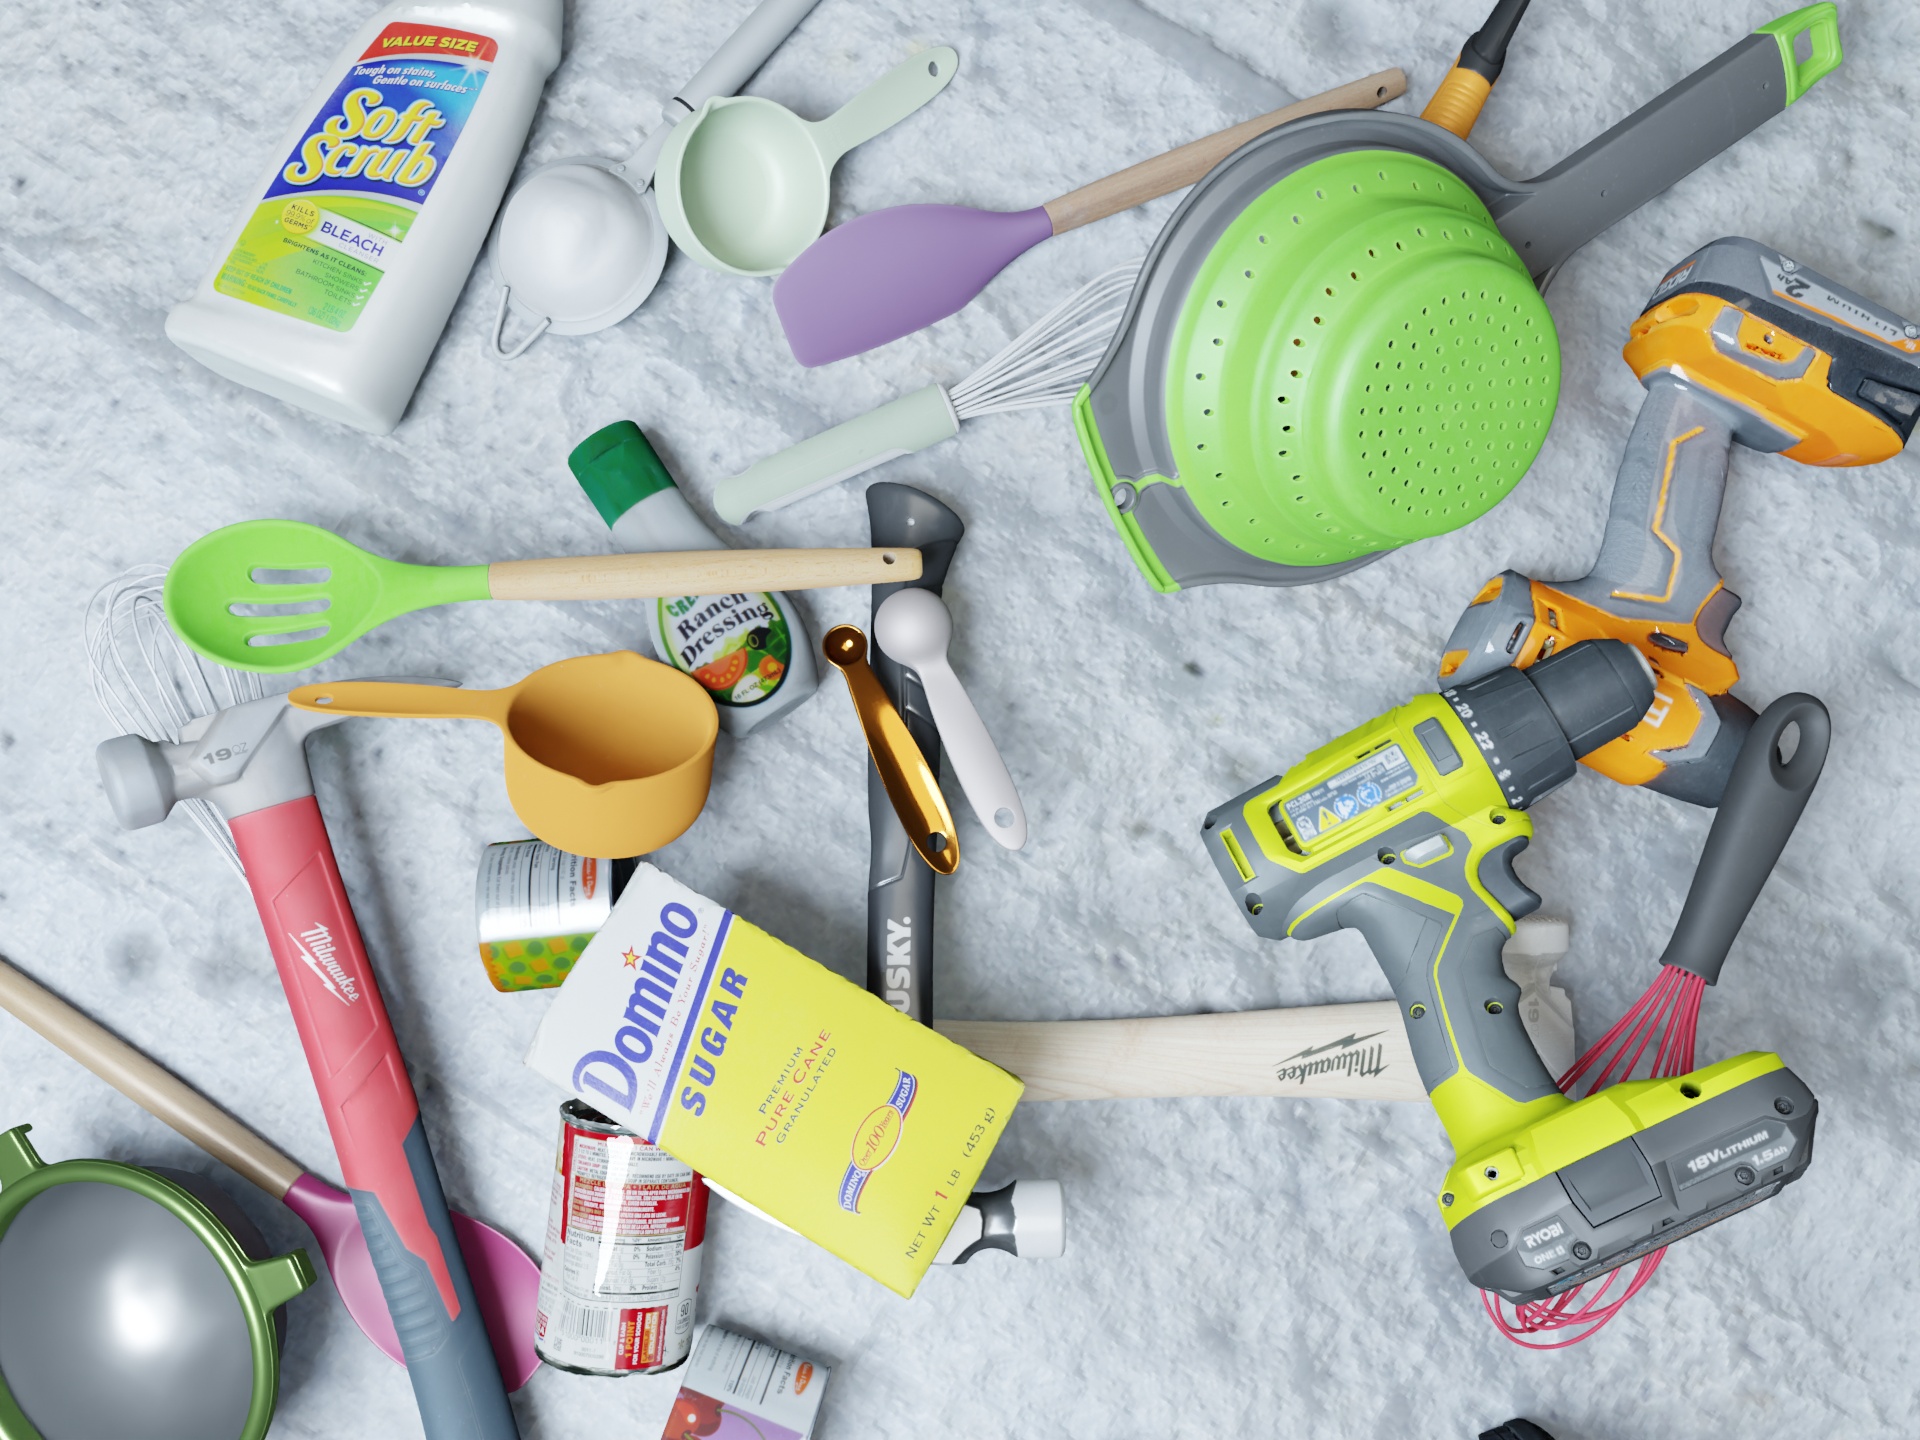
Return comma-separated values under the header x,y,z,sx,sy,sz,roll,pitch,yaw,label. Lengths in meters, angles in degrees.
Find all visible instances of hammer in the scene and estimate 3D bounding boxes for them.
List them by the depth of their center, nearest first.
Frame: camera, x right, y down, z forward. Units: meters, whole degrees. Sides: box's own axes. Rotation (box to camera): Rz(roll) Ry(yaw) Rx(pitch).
x,y,z,sx,sy,sz,roll,pitch,yaw,label
-0.228,0.174,0.671,0.143,0.038,0.386,-19,93,-31,hammer
-0.031,0.057,0.684,0.146,0.035,0.335,0,76,0,hammer
0.065,0.159,0.704,0.410,0.038,0.146,0,87,-1,hammer
0.221,-0.276,0.720,0.034,0.127,0.337,30,95,-1,hammer

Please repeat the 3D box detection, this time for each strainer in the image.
x,y,z,sx,sy,sz,roll,pitch,yaw,label
-0.349,0.296,0.675,0.151,0.069,0.256,19,101,11,strainer
-0.135,-0.272,0.731,0.087,0.050,0.258,38,82,9,strainer

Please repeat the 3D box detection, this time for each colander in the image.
x,y,z,sx,sy,sz,roll,pitch,yaw,label
0.240,-0.184,0.659,0.397,0.095,0.204,-34,122,-6,colander

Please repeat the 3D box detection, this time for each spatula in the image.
x,y,z,sx,sy,sz,roll,pitch,yaw,label
0.063,-0.243,0.737,0.316,0.018,0.059,-22,123,-5,spatula

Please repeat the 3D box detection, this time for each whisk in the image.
x,y,z,sx,sy,sz,roll,pitch,yaw,label
0.292,0.122,0.657,0.073,0.073,0.296,26,86,1,whisk
-0.304,0.064,0.695,0.070,0.070,0.284,-25,92,-3,whisk
0.002,-0.144,0.721,0.246,0.058,0.059,-23,94,2,whisk

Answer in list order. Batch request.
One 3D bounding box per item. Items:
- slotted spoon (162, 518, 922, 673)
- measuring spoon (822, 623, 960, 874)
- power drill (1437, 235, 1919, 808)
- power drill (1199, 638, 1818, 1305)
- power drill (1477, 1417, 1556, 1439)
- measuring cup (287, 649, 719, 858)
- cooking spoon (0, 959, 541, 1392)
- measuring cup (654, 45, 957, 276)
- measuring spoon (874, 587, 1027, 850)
x,y,z,sx,sy,sz,roll,pitch,yaw,label
-0.173,-0.058,0.676,0.313,0.031,0.070,-3,73,-2,slotted spoon
-0.029,0.012,0.674,0.021,0.011,0.117,-24,81,-10,measuring spoon
0.336,-0.077,0.707,0.164,0.084,0.226,28,90,1,power drill
0.224,0.088,0.623,0.190,0.080,0.229,-29,60,9,power drill
0.162,0.376,0.671,0.226,0.080,0.188,-22,86,0,power drill
-0.189,0.014,0.666,0.173,0.095,0.052,5,127,-6,measuring cup
-0.314,0.191,0.701,0.319,0.017,0.069,34,82,1,cooking spoon
-0.069,-0.266,0.732,0.167,0.038,0.083,-41,123,-22,measuring cup
-0.001,-0.002,0.672,0.034,0.018,0.124,-24,78,-7,measuring spoon
